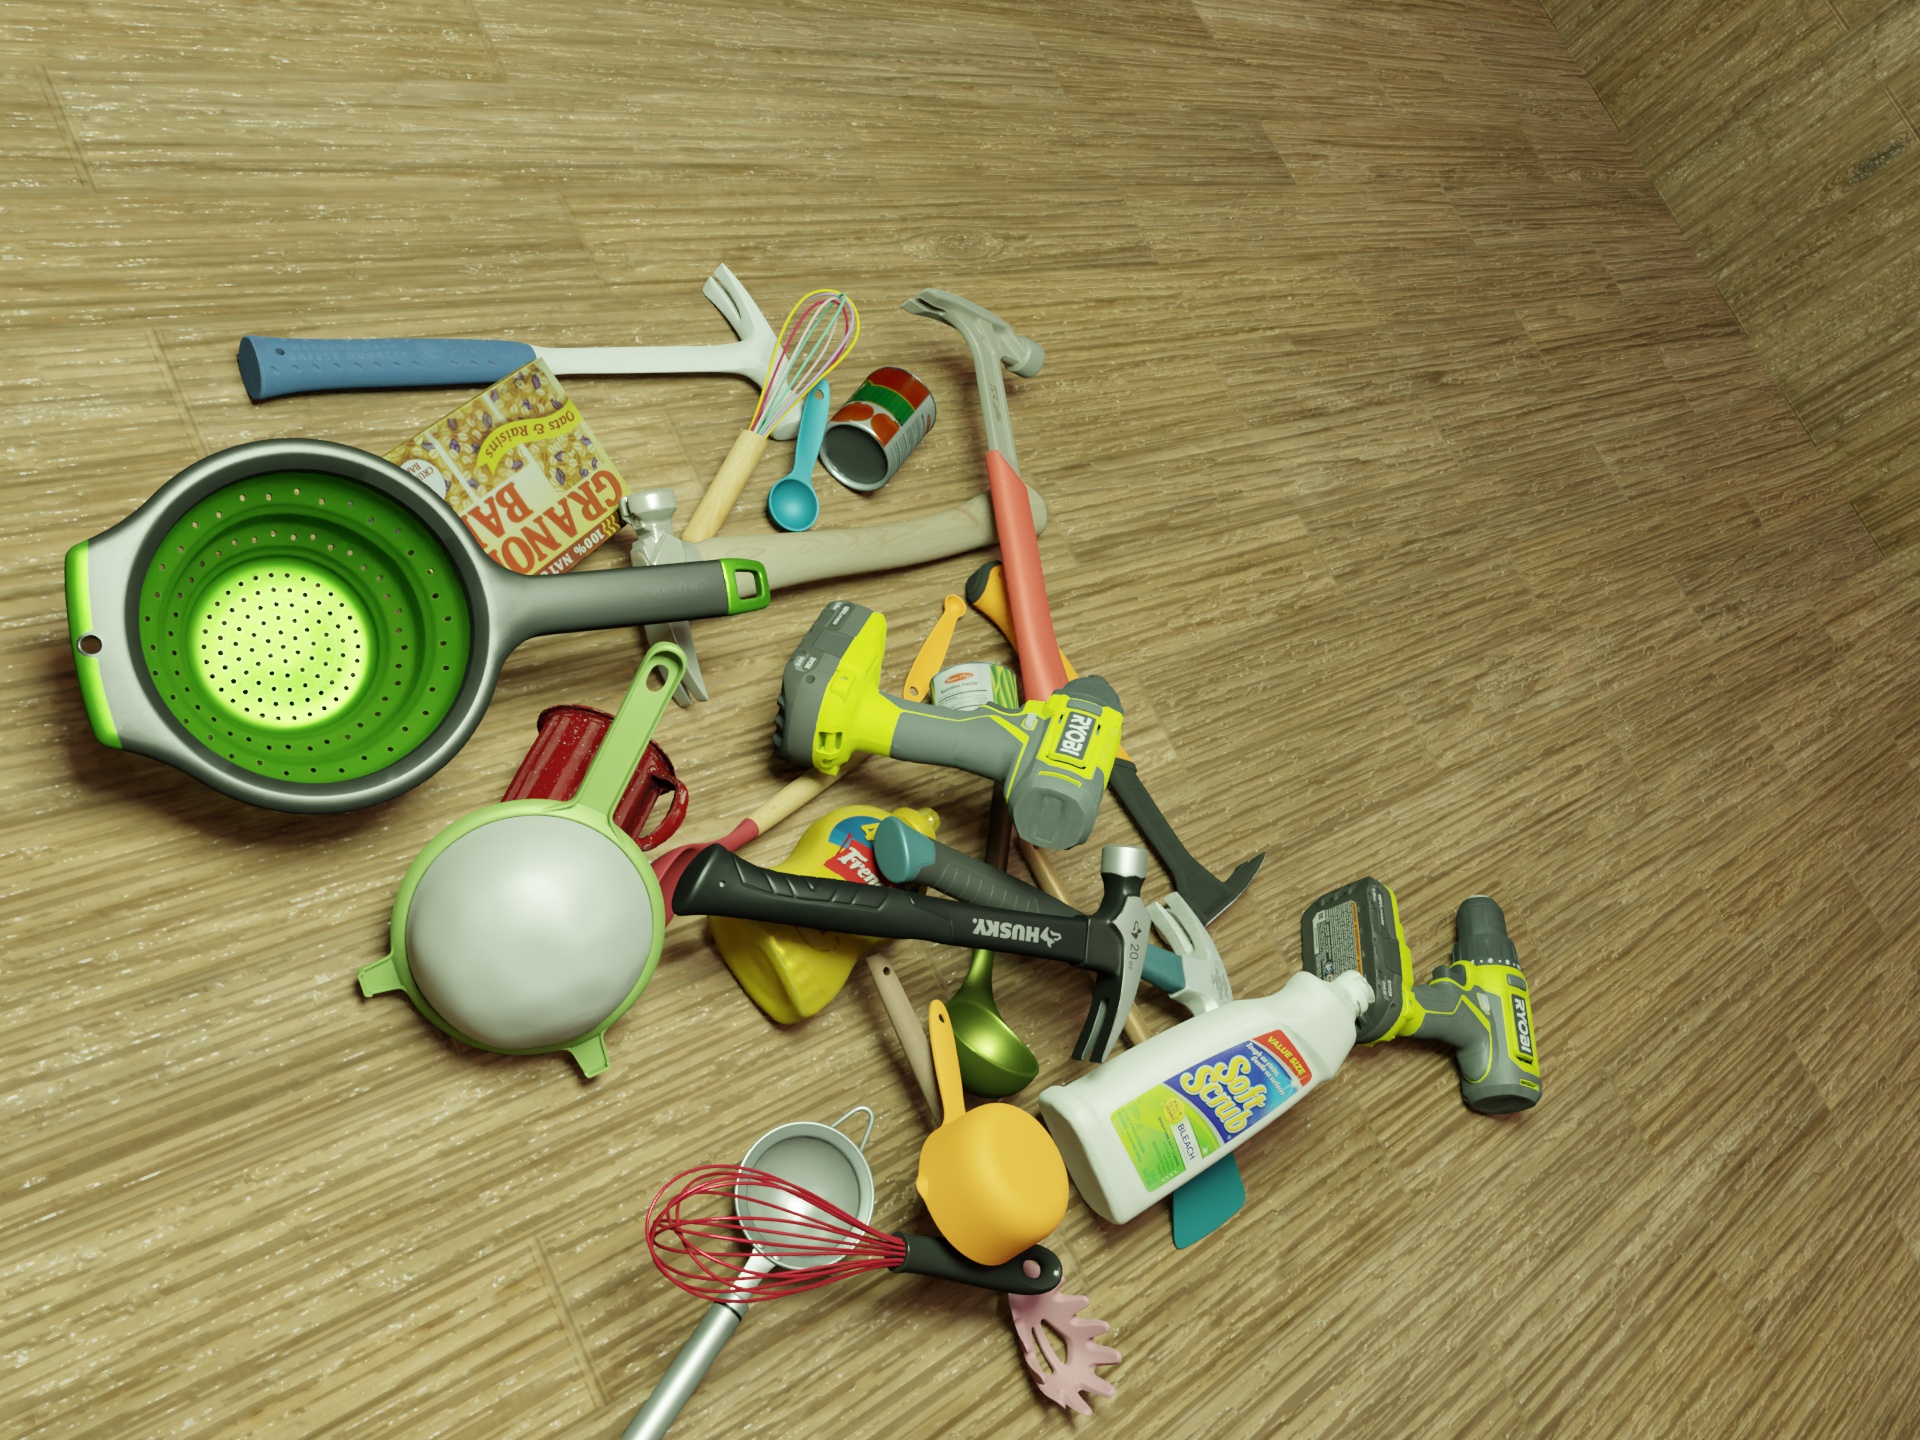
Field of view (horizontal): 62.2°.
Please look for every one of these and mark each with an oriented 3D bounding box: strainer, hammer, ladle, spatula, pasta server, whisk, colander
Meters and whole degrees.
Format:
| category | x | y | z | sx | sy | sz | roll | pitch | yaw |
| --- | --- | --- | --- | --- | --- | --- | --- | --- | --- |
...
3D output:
| category | x | y | z | sx | sy | sz | roll | pitch | yaw |
| --- | --- | --- | --- | --- | --- | --- | --- | --- | --- |
| strainer | -0.129 | 0.329 | 0.914 | 0.087 | 0.050 | 0.258 | 40 | 53 | -2 |
| hammer | -0.295 | -0.258 | 1.124 | 0.405 | 0.035 | 0.144 | -12 | 74 | -41 |
| hammer | 0.036 | -0.167 | 1.257 | 0.149 | 0.037 | 0.359 | 12 | 62 | -47 |
| hammer | -0.022 | 0.131 | 1.002 | 0.334 | 0.035 | 0.146 | 12 | 78 | -30 |
| ladle | -0.124 | 0.060 | 1.069 | 0.031 | 0.069 | 0.315 | 32 | 39 | 17 |
| hammer | 0.116 | 0.013 | 1.282 | 0.127 | 0.034 | 0.337 | -32 | 87 | -43 |
| strainer | -0.212 | 0.076 | 0.876 | 0.151 | 0.069 | 0.256 | 26 | 92 | -20 |
| spatula | 0.118 | 0.225 | 1.173 | 0.082 | 0.044 | 0.318 | -18 | 73 | -40 |
| hammer | 0.074 | 0.145 | 1.119 | 0.330 | 0.033 | 0.128 | 28 | 43 | -32 |
| ladle | 0.030 | 0.121 | 1.142 | 0.078 | 0.062 | 0.320 | 29 | 49 | -25 |
| hammer | -0.071 | -0.120 | 1.203 | 0.410 | 0.038 | 0.146 | -17 | 95 | -46 |
| pasta server | 0.014 | 0.292 | 1.018 | 0.060 | 0.040 | 0.316 | -24 | 89 | -36 |
| whisk | -0.139 | -0.224 | 1.177 | 0.047 | 0.051 | 0.245 | 40 | 66 | -34 |
| whisk | -0.052 | 0.306 | 0.917 | 0.295 | 0.073 | 0.073 | 20 | 54 | -35 |
| colander | -0.304 | -0.058 | 0.937 | 0.397 | 0.094 | 0.204 | -9 | 89 | -35 |

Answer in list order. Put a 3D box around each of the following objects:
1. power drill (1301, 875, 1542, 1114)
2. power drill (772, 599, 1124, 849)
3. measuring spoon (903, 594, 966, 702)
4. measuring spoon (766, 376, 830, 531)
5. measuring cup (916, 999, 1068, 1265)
| category | x | y | z | sx | sy | sz | roll | pitch | yaw |
| --- | --- | --- | --- | --- | --- | --- | --- | --- | --- |
| power drill | 0.399 | 0.216 | 1.354 | 0.228 | 0.080 | 0.191 | 23 | 54 | -29 |
| power drill | -0.002 | -0.003 | 1.093 | 0.223 | 0.080 | 0.171 | 16 | 35 | 6 |
| measuring spoon | -0.022 | -0.053 | 1.234 | 0.021 | 0.011 | 0.117 | 35 | 53 | -15 |
| measuring spoon | -0.122 | -0.202 | 1.214 | 0.042 | 0.021 | 0.129 | 20 | 72 | -30 |
| measuring cup | 0.016 | 0.241 | 0.977 | 0.095 | 0.052 | 0.174 | 24 | 41 | -41 |
